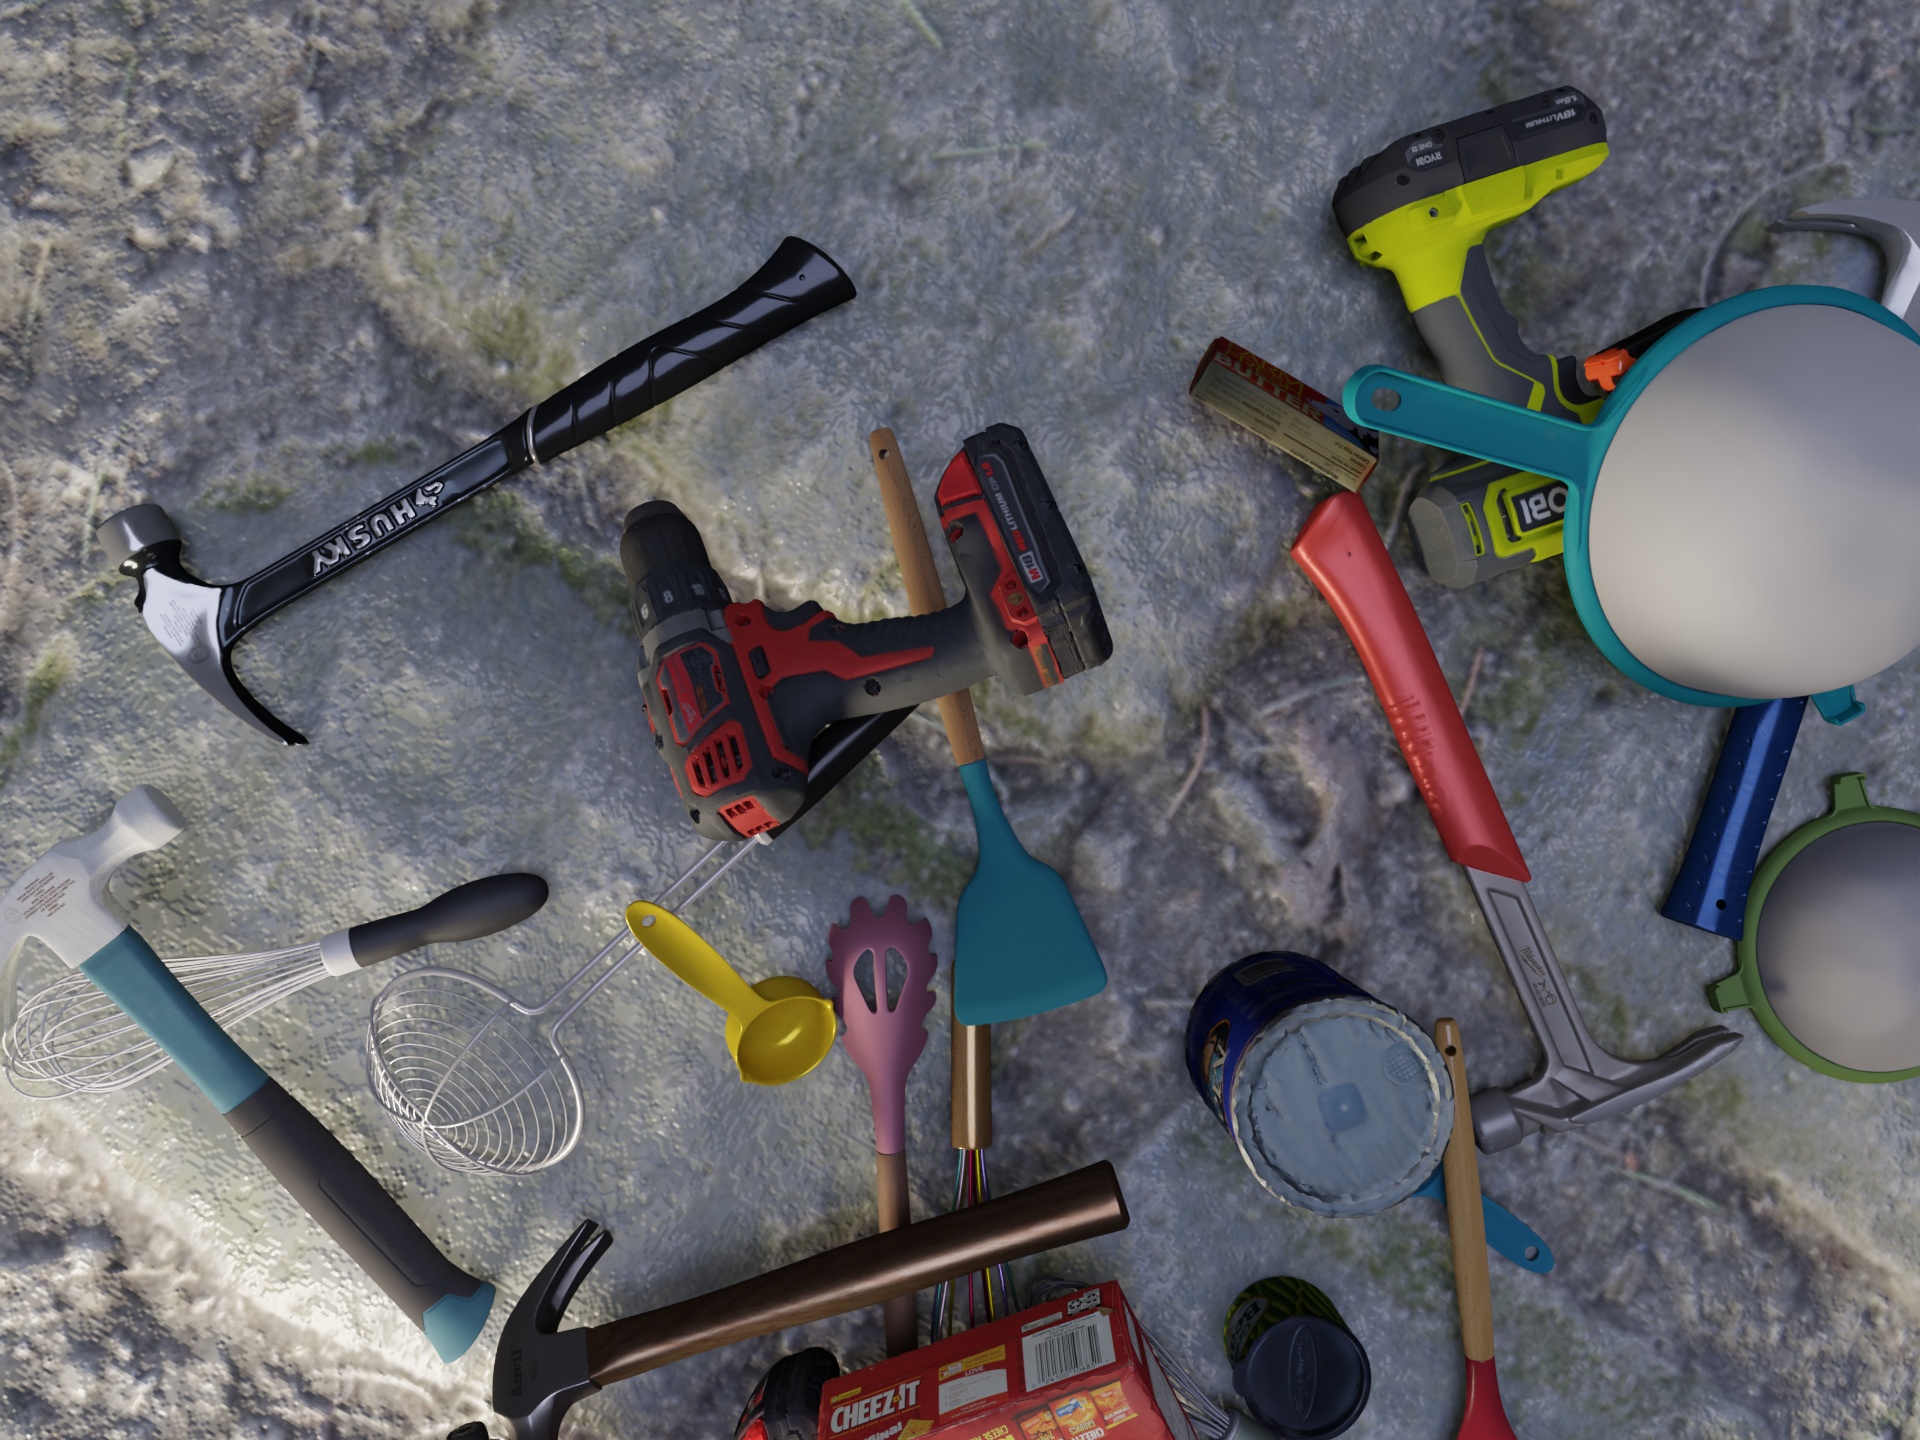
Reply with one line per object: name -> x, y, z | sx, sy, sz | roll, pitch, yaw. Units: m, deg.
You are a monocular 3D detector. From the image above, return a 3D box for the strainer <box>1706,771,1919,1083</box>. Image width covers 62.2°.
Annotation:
strainer -> 0.542, 0.150, 0.837 | 0.256, 0.069, 0.151 | 31, 90, 0

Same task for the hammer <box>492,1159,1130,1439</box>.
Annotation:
hammer -> -0.077, 0.285, 0.801 | 0.331, 0.031, 0.130 | -18, 51, 2

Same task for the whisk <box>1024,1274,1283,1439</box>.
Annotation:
whisk -> 0.133, 0.371, 0.843 | 0.246, 0.059, 0.057 | 37, 110, -6

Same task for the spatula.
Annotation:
spatula -> -0.001, -0.003, 0.838 | 0.082, 0.044, 0.317 | -16, 89, 12

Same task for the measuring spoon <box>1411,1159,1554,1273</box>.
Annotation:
measuring spoon -> 0.271, 0.259, 0.862 | 0.128, 0.021, 0.042 | 38, 89, -10

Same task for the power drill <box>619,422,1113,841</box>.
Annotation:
power drill -> -0.058, -0.062, 0.790 | 0.226, 0.080, 0.188 | -24, 65, 4

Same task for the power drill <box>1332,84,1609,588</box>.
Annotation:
power drill -> 0.297, -0.199, 0.829 | 0.171, 0.080, 0.223 | -20, 94, -7

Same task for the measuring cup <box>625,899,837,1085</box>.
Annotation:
measuring cup -> -0.121, 0.130, 0.805 | 0.062, 0.029, 0.156 | -42, 127, -4

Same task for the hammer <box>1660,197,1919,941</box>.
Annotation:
hammer -> 0.453, -0.083, 0.851 | 0.144, 0.035, 0.405 | 18, 90, -2

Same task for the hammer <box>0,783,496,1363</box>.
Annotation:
hammer -> -0.347, 0.196, 0.796 | 0.128, 0.033, 0.330 | -37, 106, -7

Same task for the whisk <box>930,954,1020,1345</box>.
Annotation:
whisk -> 0.009, 0.248, 0.841 | 0.051, 0.047, 0.245 | 0, 87, 0

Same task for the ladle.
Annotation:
ladle -> 0.271, 0.311, 0.841 | 0.069, 0.031, 0.315 | -7, 95, 4

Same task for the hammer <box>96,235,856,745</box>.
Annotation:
hammer -> -0.238, -0.136, 0.838 | 0.409, 0.036, 0.149 | -30, 92, -1

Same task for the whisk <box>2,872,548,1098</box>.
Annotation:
whisk -> -0.354, 0.130, 0.829 | 0.284, 0.070, 0.070 | -18, 91, -6

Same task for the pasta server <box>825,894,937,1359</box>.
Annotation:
pasta server -> -0.035, 0.253, 0.849 | 0.060, 0.040, 0.316 | -3, 94, -1

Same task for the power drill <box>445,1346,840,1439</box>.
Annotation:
power drill -> -0.161, 0.412, 0.824 | 0.219, 0.078, 0.143 | -17, 90, 2

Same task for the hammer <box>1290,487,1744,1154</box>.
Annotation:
hammer -> 0.277, 0.042, 0.846 | 0.149, 0.037, 0.359 | -24, 91, 1

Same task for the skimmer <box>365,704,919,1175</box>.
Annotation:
skimmer -> -0.154, 0.094, 0.830 | 0.363, 0.090, 0.127 | -43, 97, -7

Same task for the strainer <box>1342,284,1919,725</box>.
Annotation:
strainer -> 0.344, -0.107, 0.735 | 0.340, 0.095, 0.211 | 12, 106, -15
